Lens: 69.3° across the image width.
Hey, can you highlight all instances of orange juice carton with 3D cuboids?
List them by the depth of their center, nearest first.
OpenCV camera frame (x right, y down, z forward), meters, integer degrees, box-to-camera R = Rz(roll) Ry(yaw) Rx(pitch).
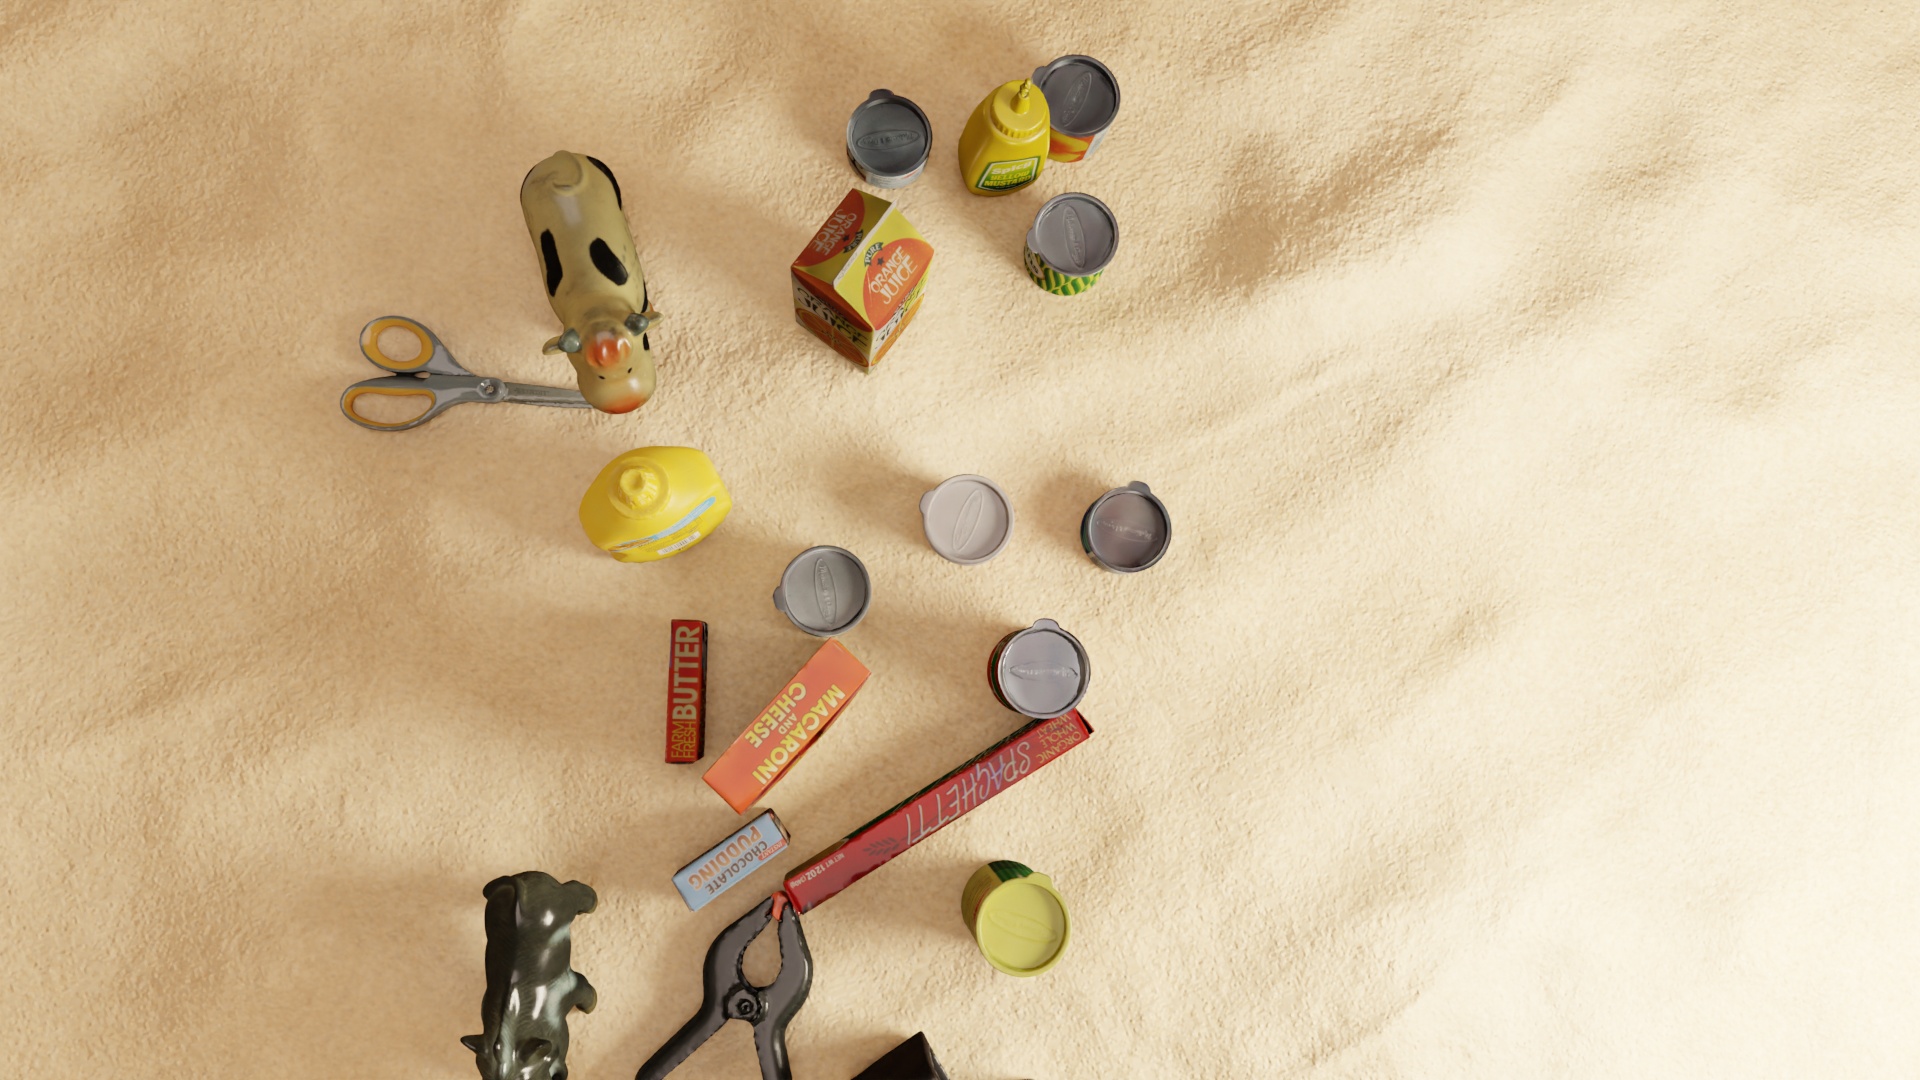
[{"bbox_3d":[-0.070,-0.184,0.984,0.073,0.192,0.072,37,82,-1],"label":"orange juice carton"}]

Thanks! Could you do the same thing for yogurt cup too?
[{"bbox_3d":[0.004,-0.013,1.043,0.072,0.054,0.072,1,84,-5],"label":"yogurt cup"}]

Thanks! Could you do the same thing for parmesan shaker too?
[{"bbox_3d":[0.039,0.265,0.992,0.071,0.103,0.071,1,84,-5],"label":"parmesan shaker"}]

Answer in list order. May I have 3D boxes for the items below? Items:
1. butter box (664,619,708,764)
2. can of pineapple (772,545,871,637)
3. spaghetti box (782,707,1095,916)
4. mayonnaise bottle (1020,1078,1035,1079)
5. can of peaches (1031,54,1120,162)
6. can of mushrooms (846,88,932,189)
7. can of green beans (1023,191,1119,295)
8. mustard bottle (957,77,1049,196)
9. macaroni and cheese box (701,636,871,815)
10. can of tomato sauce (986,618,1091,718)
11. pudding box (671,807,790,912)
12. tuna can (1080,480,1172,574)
[{"bbox_3d":[-0.199,0.109,1.011,0.024,0.053,0.103,2,84,-5],"label":"butter box"},{"bbox_3d":[-0.101,0.038,1.025,0.071,0.058,0.071,1,84,-5],"label":"can of pineapple"},{"bbox_3d":[-0.016,0.194,1.021,0.250,0.050,0.028,-31,88,-8],"label":"spaghetti box"},{"bbox_3d":[0.054,0.421,0.954,0.041,0.148,0.065,-14,86,-6],"label":"mayonnaise bottle"},{"bbox_3d":[0.085,-0.337,1.083,0.071,0.058,0.071,1,84,-5],"label":"can of peaches"},{"bbox_3d":[-0.056,-0.311,1.079,0.071,0.033,0.071,1,84,-5],"label":"can of mushrooms"},{"bbox_3d":[0.084,-0.228,1.072,0.071,0.057,0.071,1,84,-5],"label":"can of green beans"},{"bbox_3d":[0.035,-0.300,1.023,0.065,0.160,0.049,-10,86,-6],"label":"mustard bottle"},{"bbox_3d":[-0.116,0.125,0.960,0.040,0.166,0.124,42,82,0],"label":"macaroni and cheese box"},{"bbox_3d":[0.055,0.095,1.021,0.071,0.083,0.071,1,84,-5],"label":"can of tomato sauce"},{"bbox_3d":[-0.165,0.230,1.003,0.084,0.049,0.030,-34,88,-8],"label":"pudding box"},{"bbox_3d":[0.127,-0.009,1.065,0.071,0.033,0.071,1,84,-5],"label":"tuna can"}]
